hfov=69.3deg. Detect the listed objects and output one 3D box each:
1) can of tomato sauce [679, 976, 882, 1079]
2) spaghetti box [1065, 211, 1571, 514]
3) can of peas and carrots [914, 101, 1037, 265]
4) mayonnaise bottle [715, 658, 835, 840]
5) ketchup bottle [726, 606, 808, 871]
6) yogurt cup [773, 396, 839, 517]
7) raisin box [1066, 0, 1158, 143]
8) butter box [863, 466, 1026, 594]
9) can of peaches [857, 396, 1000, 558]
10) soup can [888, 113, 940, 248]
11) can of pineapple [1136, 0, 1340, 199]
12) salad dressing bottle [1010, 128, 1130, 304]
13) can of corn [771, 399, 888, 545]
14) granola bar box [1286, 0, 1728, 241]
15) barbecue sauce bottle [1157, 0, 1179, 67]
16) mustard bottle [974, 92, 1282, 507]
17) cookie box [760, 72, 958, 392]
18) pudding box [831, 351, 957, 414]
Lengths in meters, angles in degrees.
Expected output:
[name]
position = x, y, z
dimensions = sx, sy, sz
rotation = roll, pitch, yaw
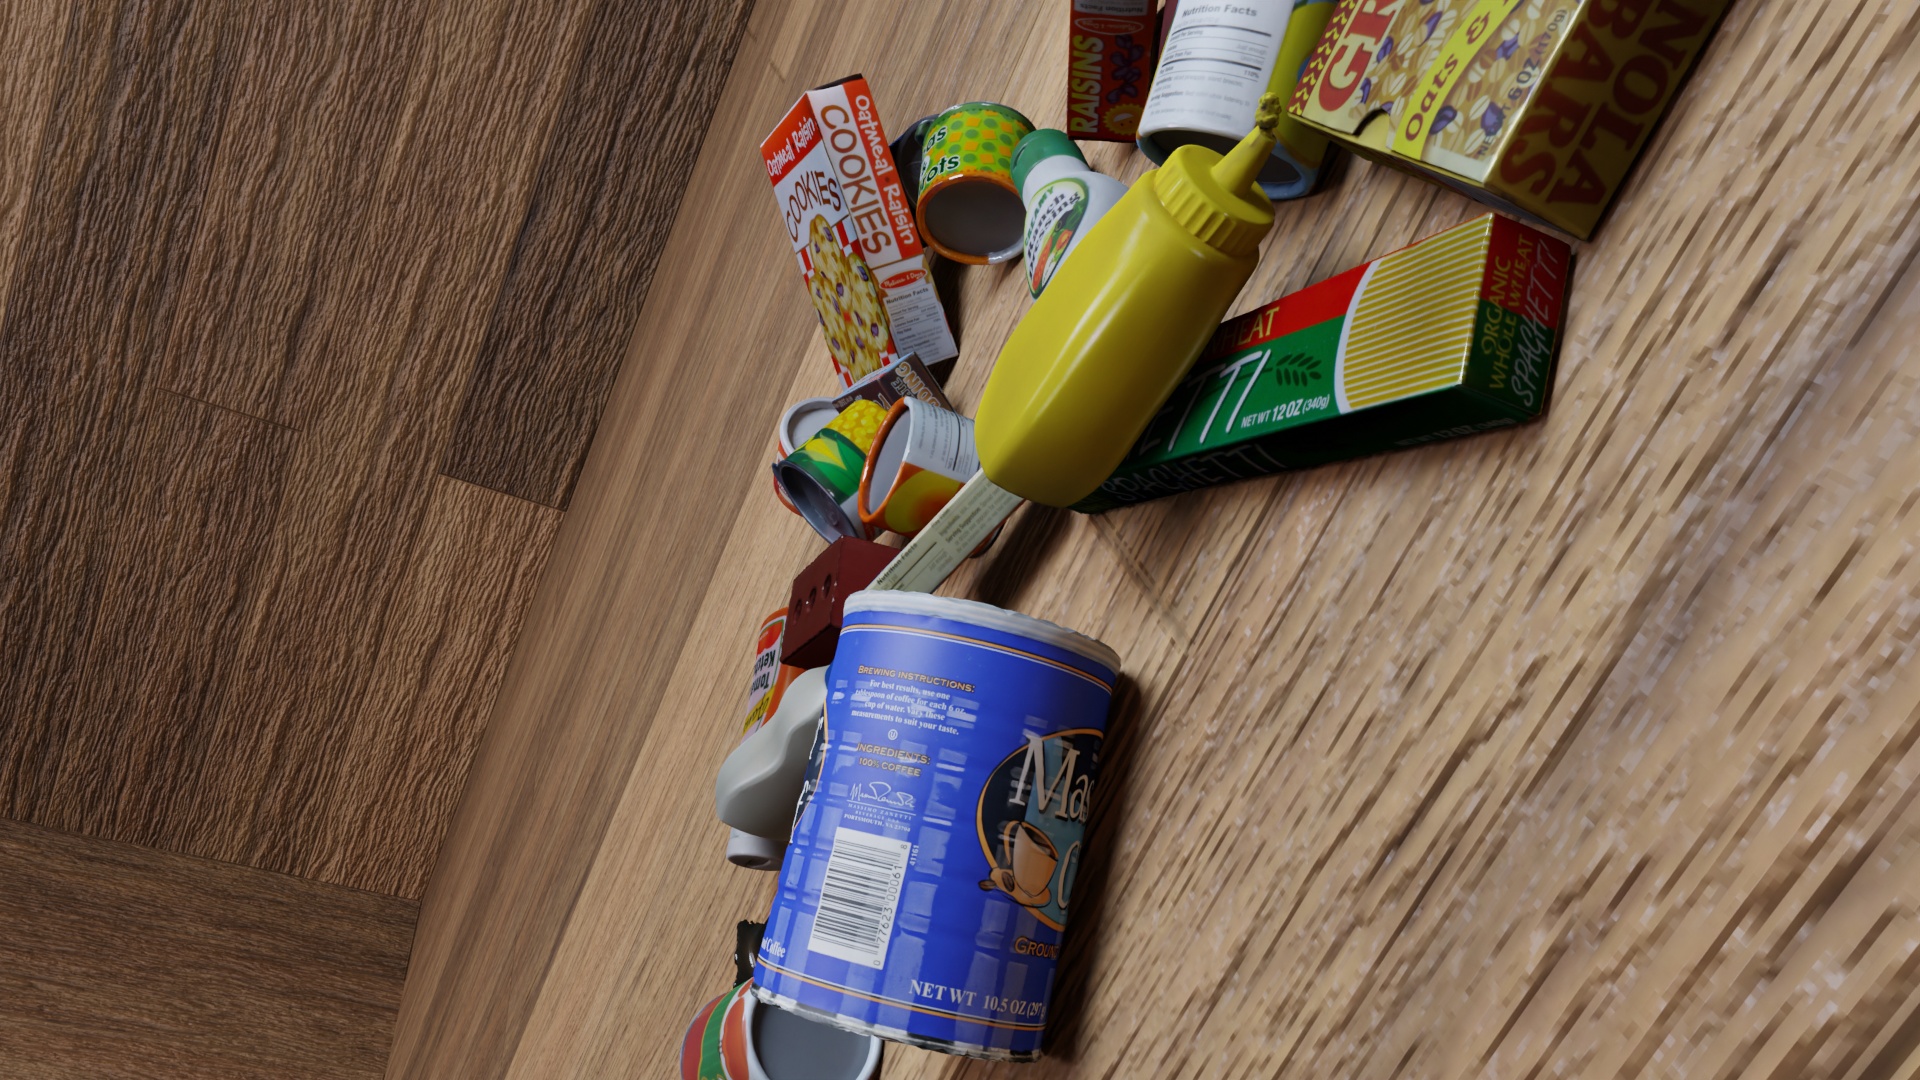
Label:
[can of tomato sauce]
position = -0.081, 0.228, 0.619
dimensions = 0.082, 0.071, 0.071
rotation = -45, 33, 50
[spaghetti box]
position = 0.093, -0.047, 0.464
dimensions = 0.249, 0.029, 0.050
rotation = -12, 60, 67
[can of peas and carrots]
position = 0.008, -0.192, 0.746
dimensions = 0.070, 0.071, 0.059
rotation = -46, 32, 49
[mayonnaise bottle]
position = -0.071, 0.099, 0.716
dimensions = 0.147, 0.065, 0.041
rotation = -53, 32, 33
[ketchup bottle]
position = -0.105, 0.116, 0.813
dimensions = 0.064, 0.043, 0.149
rotation = -40, 37, 54
[yogurt cup]
position = -0.086, -0.049, 0.880
dimensions = 0.053, 0.072, 0.073
rotation = 120, 158, -49
[raisin box]
position = 0.069, -0.249, 0.611
dimensions = 0.123, 0.040, 0.086
rotation = 84, -167, -65
[butter box]
position = 0.002, -0.008, 0.616
dimensions = 0.103, 0.024, 0.053
rotation = -46, 0, 29
[can of peaches]
position = -0.013, -0.029, 0.678
dimensions = 0.071, 0.058, 0.071
rotation = -51, 29, 43
[soup can]
position = -0.022, -0.214, 0.851
dimensions = 0.083, 0.071, 0.071
rotation = 0, 72, 69
[can of pineapple]
position = 0.102, -0.158, 0.489
dimensions = 0.071, 0.071, 0.058
rotation = 16, 88, 70
[salad dressing bottle]
position = 0.051, -0.146, 0.636
dimensions = 0.064, 0.044, 0.148
rotation = -61, 22, 29
[can of corn]
position = -0.058, -0.036, 0.758
dimensions = 0.058, 0.071, 0.071
rotation = -41, 12, -20
[granola bar box]
position = 0.165, -0.177, 0.378
dimensions = 0.165, 0.039, 0.124
rotation = -64, 21, 18
[barbecue sauce bottle]
position = 0.111, -0.253, 0.574
dimensions = 0.064, 0.044, 0.149
rotation = 130, 152, -60
[mustard bottle]
position = 0.060, -0.080, 0.463
dimensions = 0.159, 0.049, 0.066
rotation = -52, 26, 39
[cookie box]
position = -0.064, -0.179, 0.839
dimensions = 0.123, 0.040, 0.167
rotation = 0, 110, 69
[pudding box]
position = -0.037, -0.072, 0.784
dimensions = 0.030, 0.049, 0.083
rotation = -39, 11, -20
